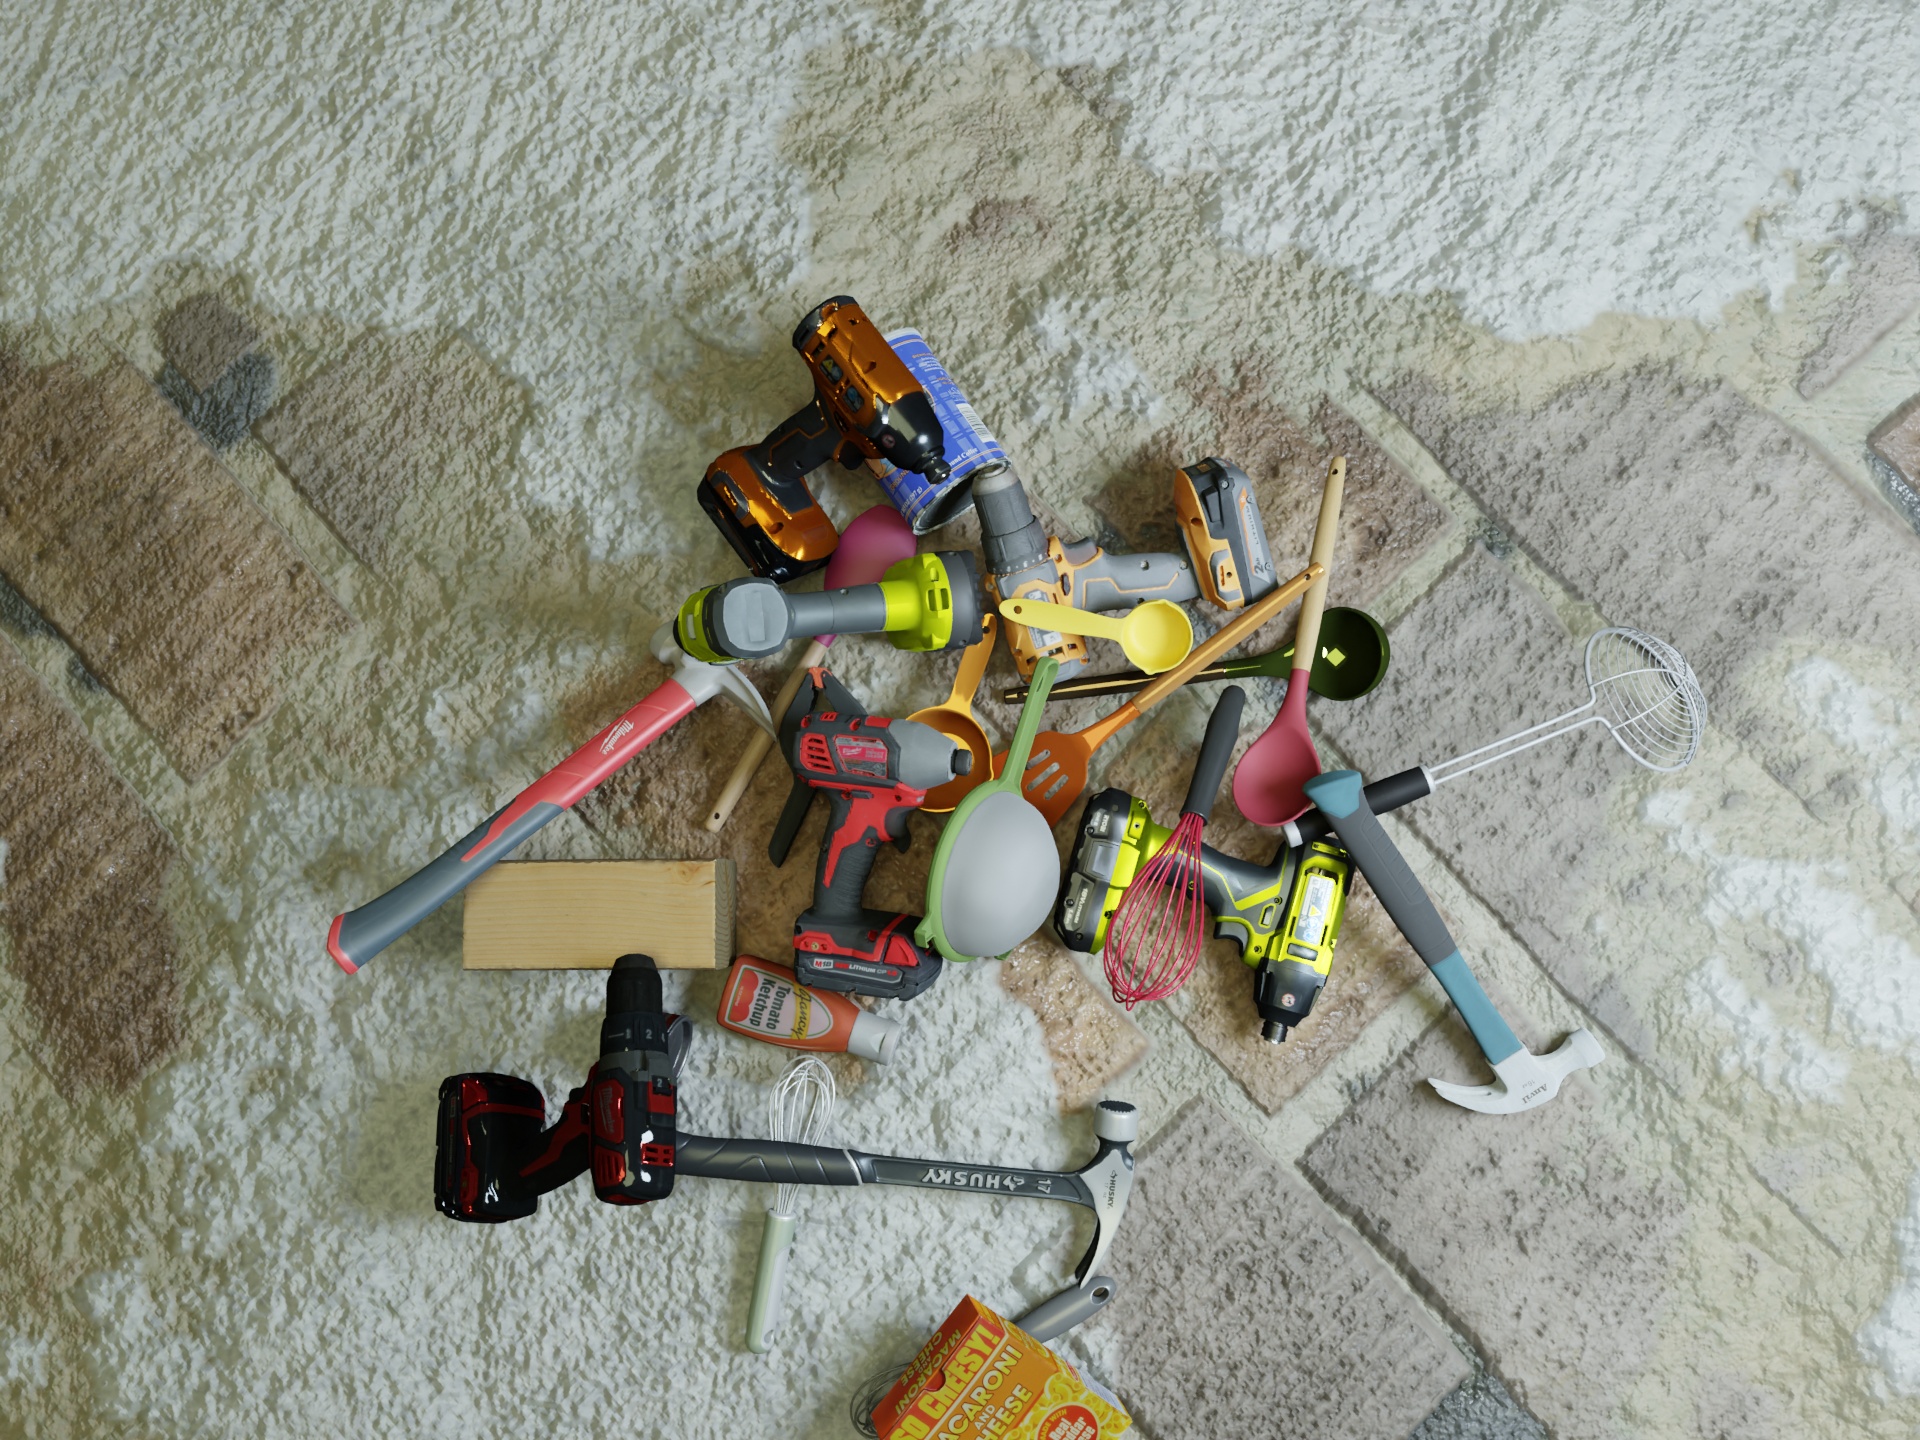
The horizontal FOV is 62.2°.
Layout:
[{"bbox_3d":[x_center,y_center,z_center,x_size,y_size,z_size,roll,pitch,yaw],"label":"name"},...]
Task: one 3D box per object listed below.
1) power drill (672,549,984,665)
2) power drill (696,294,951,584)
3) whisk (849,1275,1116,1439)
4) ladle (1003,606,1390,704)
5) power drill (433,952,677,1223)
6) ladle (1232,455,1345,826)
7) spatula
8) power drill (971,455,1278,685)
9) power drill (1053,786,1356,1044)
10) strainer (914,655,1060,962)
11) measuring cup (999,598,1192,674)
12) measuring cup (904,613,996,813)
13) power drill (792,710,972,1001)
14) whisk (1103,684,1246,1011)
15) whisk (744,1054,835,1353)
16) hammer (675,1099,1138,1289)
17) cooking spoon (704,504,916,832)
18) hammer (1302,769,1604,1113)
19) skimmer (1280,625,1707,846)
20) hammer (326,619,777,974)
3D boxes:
[{"bbox_3d":[-0.114,-0.085,1.279,0.228,0.190,0.080,-7,93,-23],"label":"power drill"},{"bbox_3d":[-0.106,-0.208,1.286,0.164,0.084,0.226,52,132,7],"label":"power drill"},{"bbox_3d":[0.019,0.510,1.281,0.239,0.055,0.055,-28,83,-4],"label":"whisk"},{"bbox_3d":[0.194,-0.040,1.325,0.320,0.062,0.078,-7,85,5],"label":"ladle"},{"bbox_3d":[-0.311,0.296,1.252,0.226,0.080,0.188,-22,61,32],"label":"power drill"},{"bbox_3d":[0.277,-0.065,1.281,0.069,0.031,0.315,8,78,24],"label":"ladle"},{"bbox_3d":[0.164,-0.026,1.303,0.322,0.041,0.081,-37,80,9],"label":"spatula"},{"bbox_3d":[0.127,-0.146,1.301,0.226,0.084,0.185,-19,111,2],"label":"power drill"},{"bbox_3d":[0.195,0.155,1.293,0.223,0.080,0.171,16,84,2],"label":"power drill"},{"bbox_3d":[0.055,0.076,1.265,0.069,0.151,0.256,15,85,31],"label":"strainer"},{"bbox_3d":[0.109,-0.079,1.278,0.156,0.029,0.062,12,106,8],"label":"measuring cup"},{"bbox_3d":[-0.002,-0.004,1.336,0.095,0.052,0.174,19,82,6],"label":"measuring cup"},{"bbox_3d":[-0.064,0.105,1.278,0.143,0.078,0.219,5,100,14],"label":"power drill"},{"bbox_3d":[0.175,0.092,1.230,0.073,0.073,0.296,21,61,6],"label":"whisk"},{"bbox_3d":[-0.144,0.396,1.302,0.059,0.057,0.246,9,89,30],"label":"whisk"},{"bbox_3d":[-0.066,0.363,1.271,0.409,0.036,0.149,6,93,-4],"label":"hammer"},{"bbox_3d":[-0.133,-0.044,1.363,0.069,0.017,0.319,30,86,5],"label":"cooking spoon"},{"bbox_3d":[0.372,0.173,1.251,0.128,0.033,0.331,-34,102,4],"label":"hammer"},{"bbox_3d":[0.428,0.030,1.283,0.363,0.090,0.127,-22,77,1],"label":"skimmer"},{"bbox_3d":[-0.329,0.076,1.278,0.386,0.038,0.143,-41,65,-20],"label":"hammer"}]
